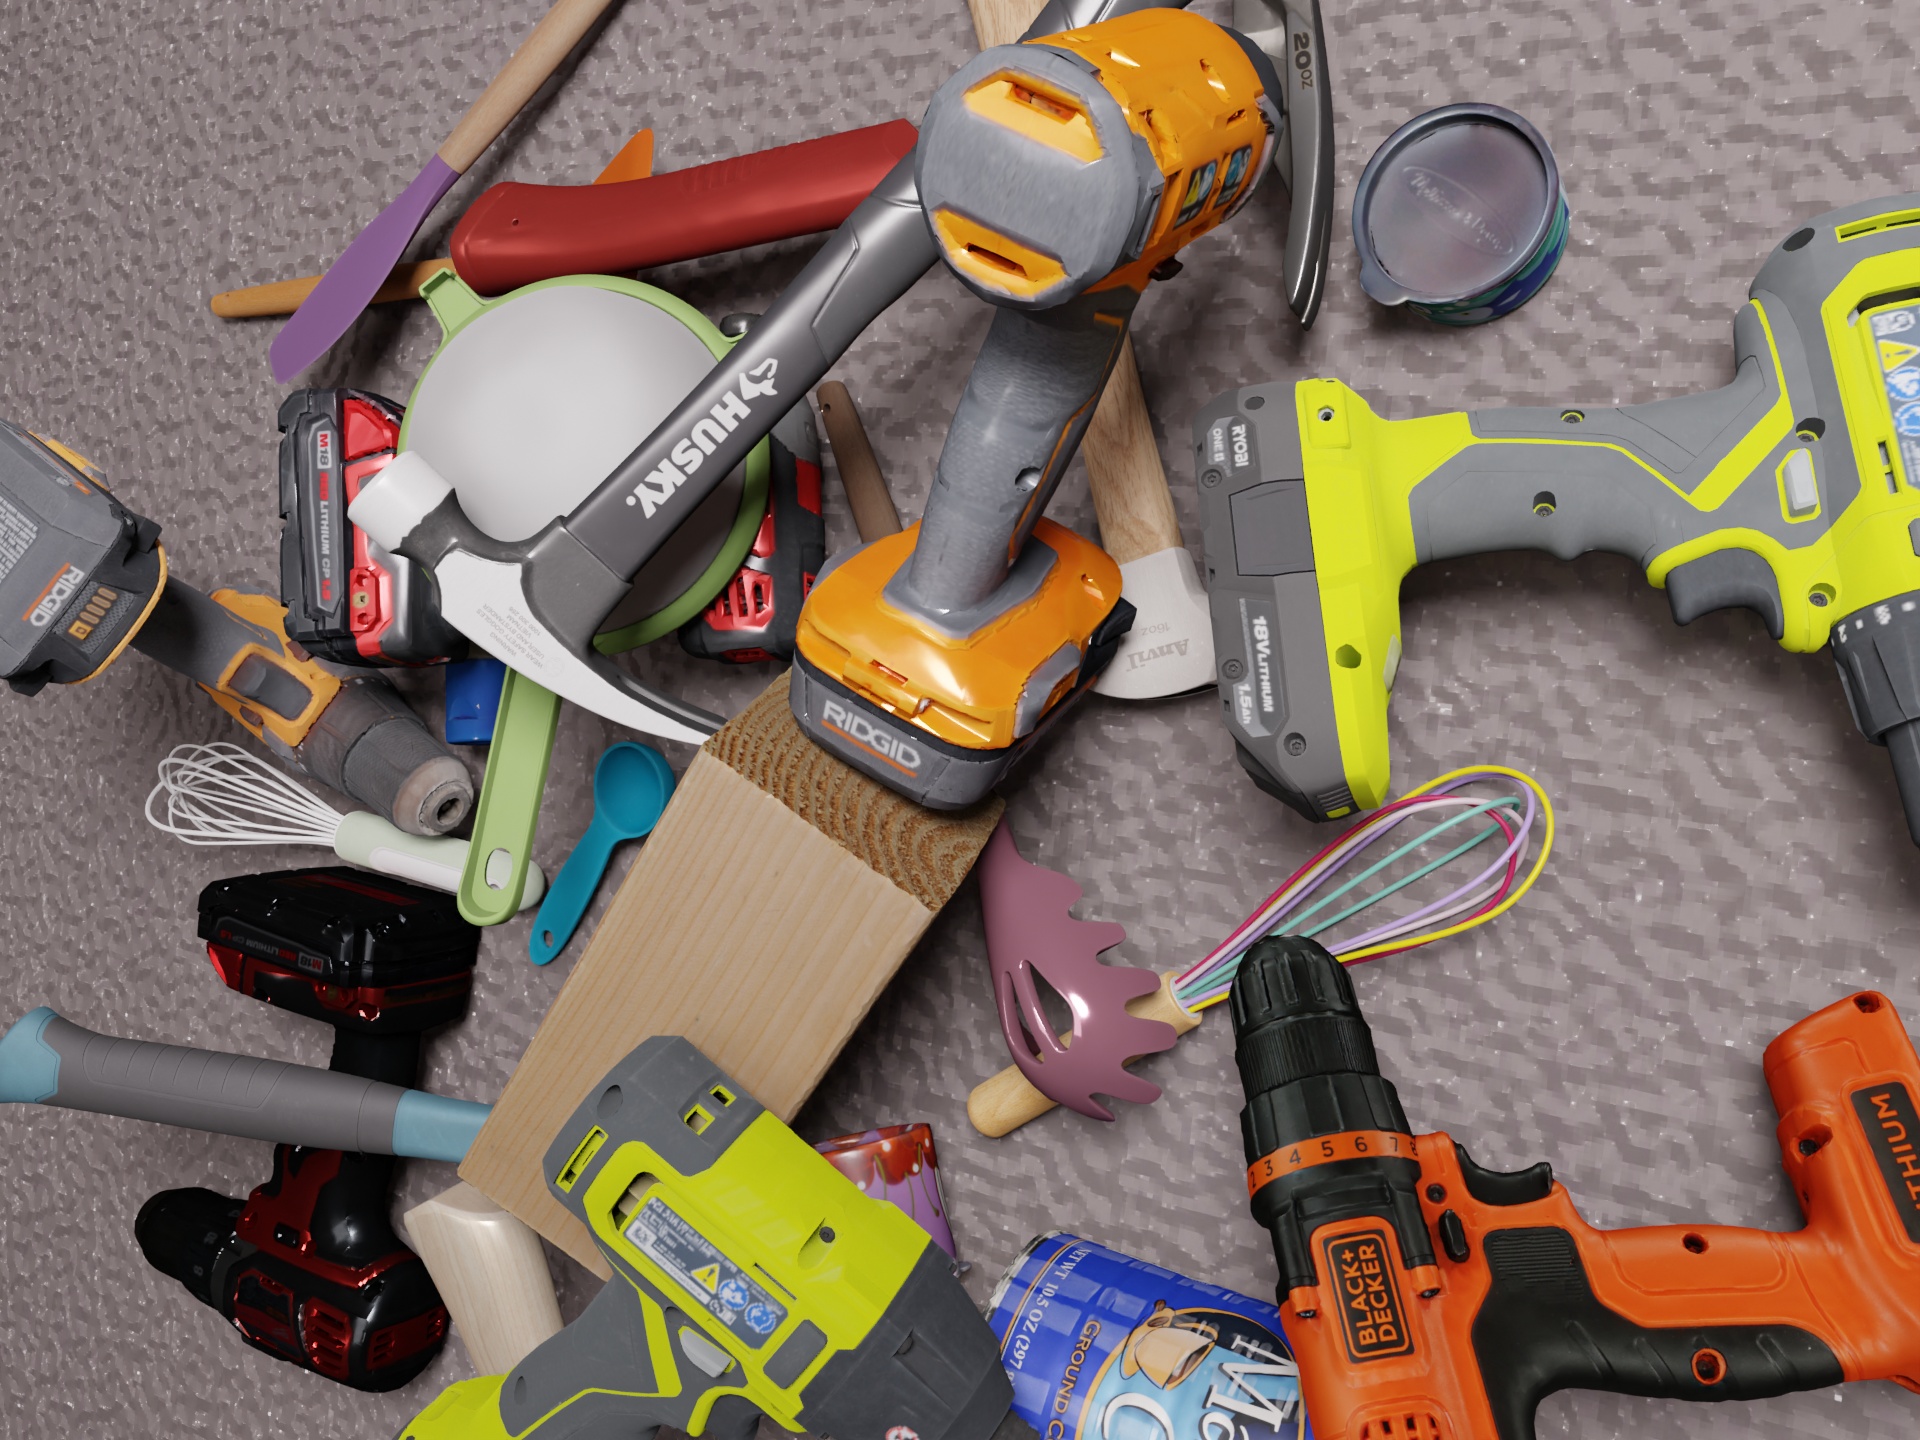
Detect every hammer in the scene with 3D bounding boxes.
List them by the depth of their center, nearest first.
[{"bbox_3d":[-0.039,-0.137,0.537,0.335,0.035,0.146,-45,104,5],"label":"hammer"},{"bbox_3d":[0.042,-0.168,0.602,0.130,0.031,0.331,-18,79,26],"label":"hammer"},{"bbox_3d":[-0.041,-0.197,0.603,0.359,0.036,0.149,-4,83,24],"label":"hammer"},{"bbox_3d":[-0.123,0.376,0.624,0.146,0.038,0.411,-30,84,25],"label":"hammer"},{"bbox_3d":[-0.248,0.166,0.672,0.331,0.033,0.128,8,95,4],"label":"hammer"}]

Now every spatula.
[{"bbox_3d":[-0.219,-0.275,0.733,0.316,0.018,0.060,-45,47,10],"label":"spatula"},{"bbox_3d":[-0.262,-0.217,0.765,0.323,0.041,0.081,3,83,30],"label":"spatula"}]

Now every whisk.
[{"bbox_3d":[0.096,0.090,0.555,0.245,0.051,0.047,-36,77,26],"label":"whisk"},{"bbox_3d":[-0.302,0.054,0.773,0.246,0.059,0.057,12,132,24],"label":"whisk"}]

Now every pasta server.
[{"bbox_3d":[-0.001,-0.002,0.603,0.060,0.040,0.316,-36,61,32],"label":"pasta server"}]

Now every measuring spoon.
[{"bbox_3d":[-0.161,0.062,0.714,0.042,0.021,0.128,44,117,22],"label":"measuring spoon"}]

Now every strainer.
[{"bbox_3d":[-0.161,-0.049,0.591,0.151,0.069,0.256,11,88,7],"label":"strainer"}]

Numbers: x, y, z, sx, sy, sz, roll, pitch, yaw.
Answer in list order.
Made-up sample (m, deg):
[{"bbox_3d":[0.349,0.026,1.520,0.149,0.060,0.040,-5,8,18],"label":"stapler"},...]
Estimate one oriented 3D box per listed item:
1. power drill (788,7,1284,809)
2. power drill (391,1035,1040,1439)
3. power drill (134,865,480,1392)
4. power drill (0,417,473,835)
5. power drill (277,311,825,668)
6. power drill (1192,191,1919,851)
[{"bbox_3d":[0.031,-0.100,0.488,0.084,0.164,0.226,29,129,15],"label":"power drill"},{"bbox_3d":[-0.091,0.232,0.518,0.171,0.080,0.223,39,114,7],"label":"power drill"},{"bbox_3d":[-0.320,0.188,0.761,0.188,0.080,0.226,9,95,29],"label":"power drill"},{"bbox_3d":[-0.326,-0.028,0.690,0.185,0.226,0.084,32,84,27],"label":"power drill"},{"bbox_3d":[-0.164,-0.091,0.664,0.219,0.078,0.143,-3,87,10],"label":"power drill"},{"bbox_3d":[0.192,-0.037,0.462,0.228,0.080,0.191,-8,74,17],"label":"power drill"}]
